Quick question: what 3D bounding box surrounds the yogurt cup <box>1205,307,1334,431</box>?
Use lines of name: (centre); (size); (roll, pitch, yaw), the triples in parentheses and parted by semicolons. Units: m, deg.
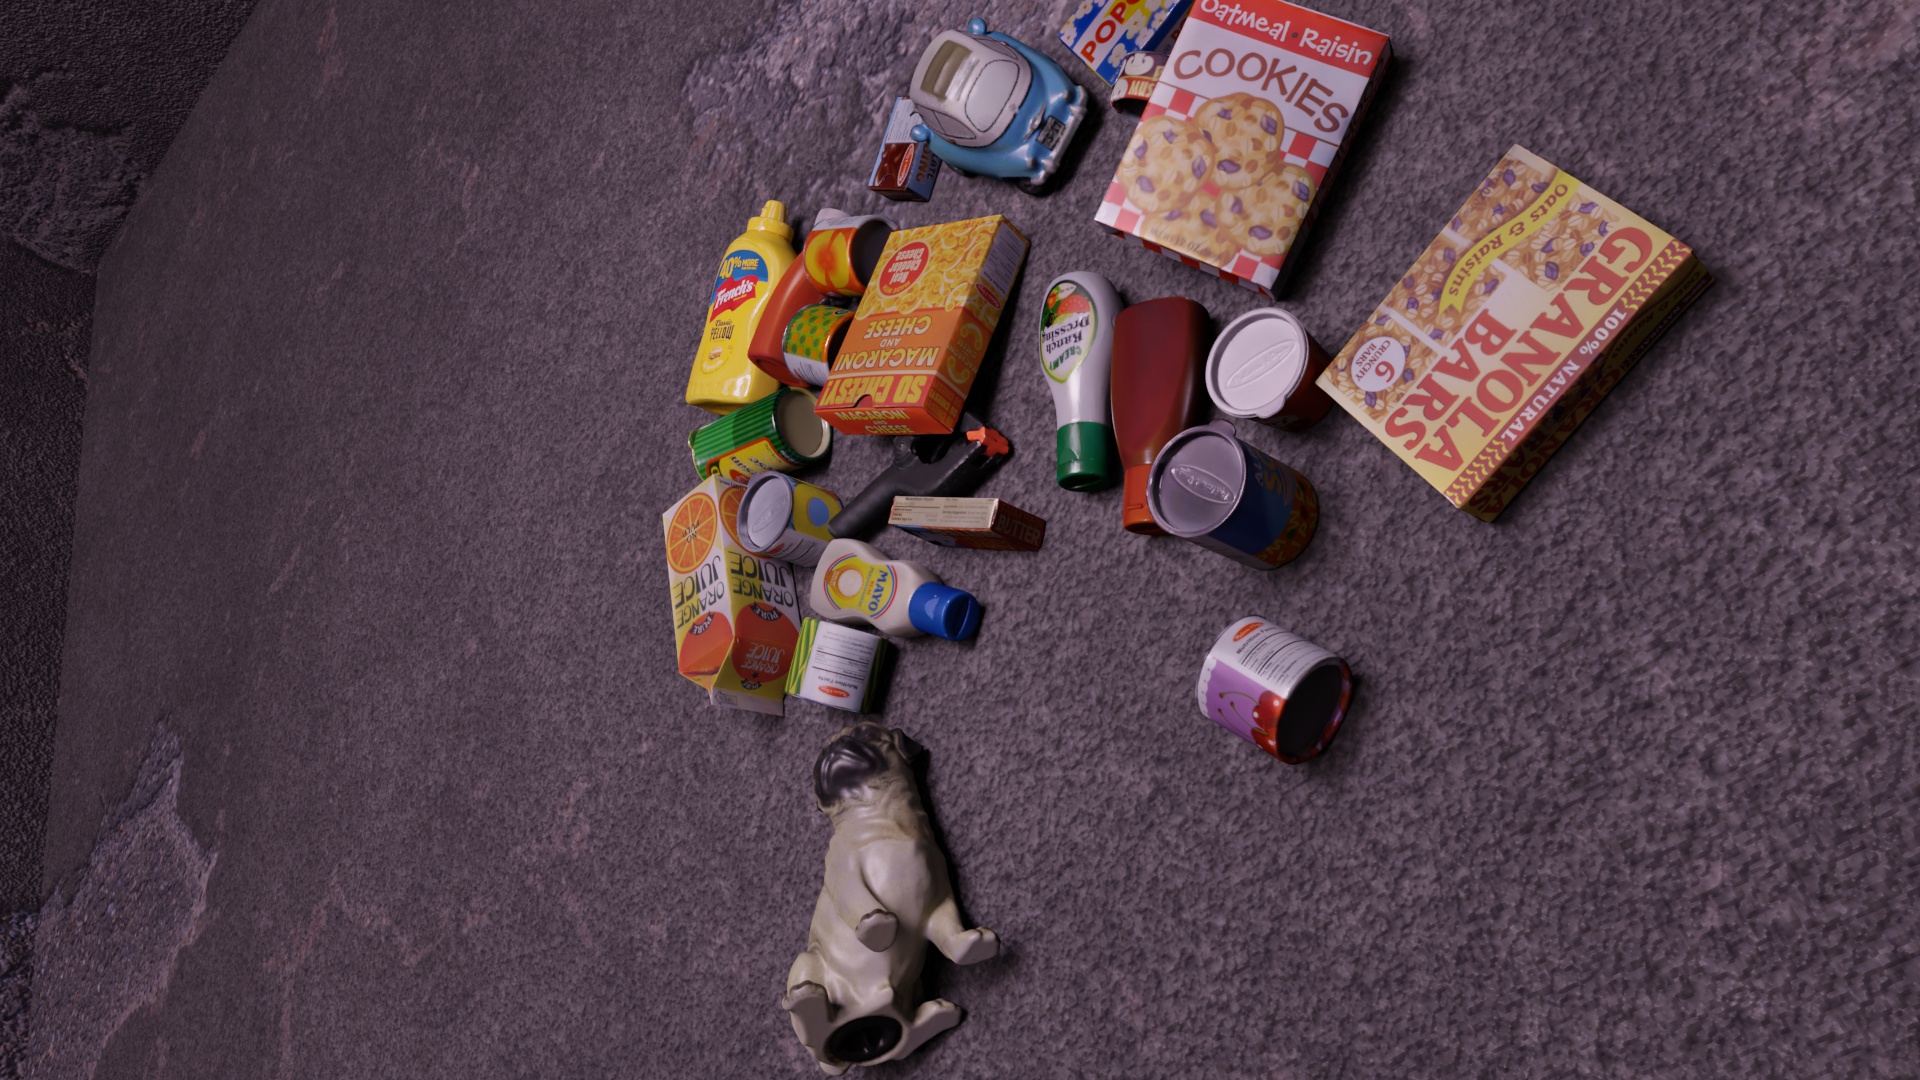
yogurt cup: (0.189, -0.098, 0.828); (0.072, 0.054, 0.072); (-17, 65, 39)

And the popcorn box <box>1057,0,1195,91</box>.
popcorn box: (0.137, -0.384, 0.989); (0.126, 0.038, 0.085); (-49, 48, 20)

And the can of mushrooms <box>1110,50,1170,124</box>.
can of mushrooms: (0.137, -0.302, 0.938); (0.071, 0.071, 0.033); (20, 92, 46)

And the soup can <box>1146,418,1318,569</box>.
soup can: (0.161, -0.026, 0.808); (0.071, 0.084, 0.071); (-16, 65, 39)

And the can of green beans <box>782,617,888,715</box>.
can of green beans: (-0.091, 0.092, 1.021); (0.071, 0.071, 0.058); (9, 82, 45)

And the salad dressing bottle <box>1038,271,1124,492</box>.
salad dressing bottle: (0.083, -0.107, 0.940); (0.064, 0.044, 0.148); (-18, 64, 42)

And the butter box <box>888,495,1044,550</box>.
butter box: (0.003, -0.012, 0.976); (0.103, 0.053, 0.024); (3, 75, 44)

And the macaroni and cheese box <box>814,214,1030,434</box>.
macaroni and cheese box: (-0.031, -0.161, 1.046); (0.123, 0.040, 0.167); (3, 64, 45)

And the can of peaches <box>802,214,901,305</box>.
can of peaches: (-0.084, -0.228, 1.129); (0.058, 0.071, 0.071); (7, 81, 45)

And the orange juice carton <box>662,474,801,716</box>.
orange juice carton: (-0.182, 0.050, 1.119); (0.072, 0.072, 0.193); (-34, 54, 32)

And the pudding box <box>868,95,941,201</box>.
pudding box: (-0.040, -0.323, 1.144); (0.049, 0.030, 0.083); (15, 86, 44)

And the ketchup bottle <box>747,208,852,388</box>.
ketchup bottle: (-0.126, -0.206, 1.165); (0.043, 0.064, 0.149); (6, 71, 43)

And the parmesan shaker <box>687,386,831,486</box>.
parmesan shaker: (-0.166, -0.083, 1.151); (0.103, 0.071, 0.071); (-19, 64, 39)

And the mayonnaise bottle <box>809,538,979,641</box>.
mayonnaise bottle: (-0.049, 0.040, 1.016); (0.148, 0.041, 0.065); (14, 84, 46)

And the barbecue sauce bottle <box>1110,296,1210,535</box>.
barbecue sauce bottle: (0.126, -0.079, 0.890); (0.065, 0.043, 0.149); (-8, 71, 42)

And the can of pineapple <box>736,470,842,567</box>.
can of pineapple: (-0.135, -0.018, 1.108); (0.071, 0.058, 0.071); (-16, 65, 39)

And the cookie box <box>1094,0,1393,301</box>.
cookie box: (0.177, -0.252, 0.870); (0.123, 0.040, 0.167); (26, 95, 18)

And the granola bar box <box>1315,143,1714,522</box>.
granola bar box: (0.290, -0.111, 0.745); (0.165, 0.039, 0.124); (-52, 47, 17)

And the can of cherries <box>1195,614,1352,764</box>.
can of cherries: (0.175, 0.084, 0.772); (0.058, 0.071, 0.071); (29, 96, 44)

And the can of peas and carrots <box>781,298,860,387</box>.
can of peas and carrots: (-0.099, -0.156, 1.116); (0.059, 0.071, 0.071); (20, 90, 45)
